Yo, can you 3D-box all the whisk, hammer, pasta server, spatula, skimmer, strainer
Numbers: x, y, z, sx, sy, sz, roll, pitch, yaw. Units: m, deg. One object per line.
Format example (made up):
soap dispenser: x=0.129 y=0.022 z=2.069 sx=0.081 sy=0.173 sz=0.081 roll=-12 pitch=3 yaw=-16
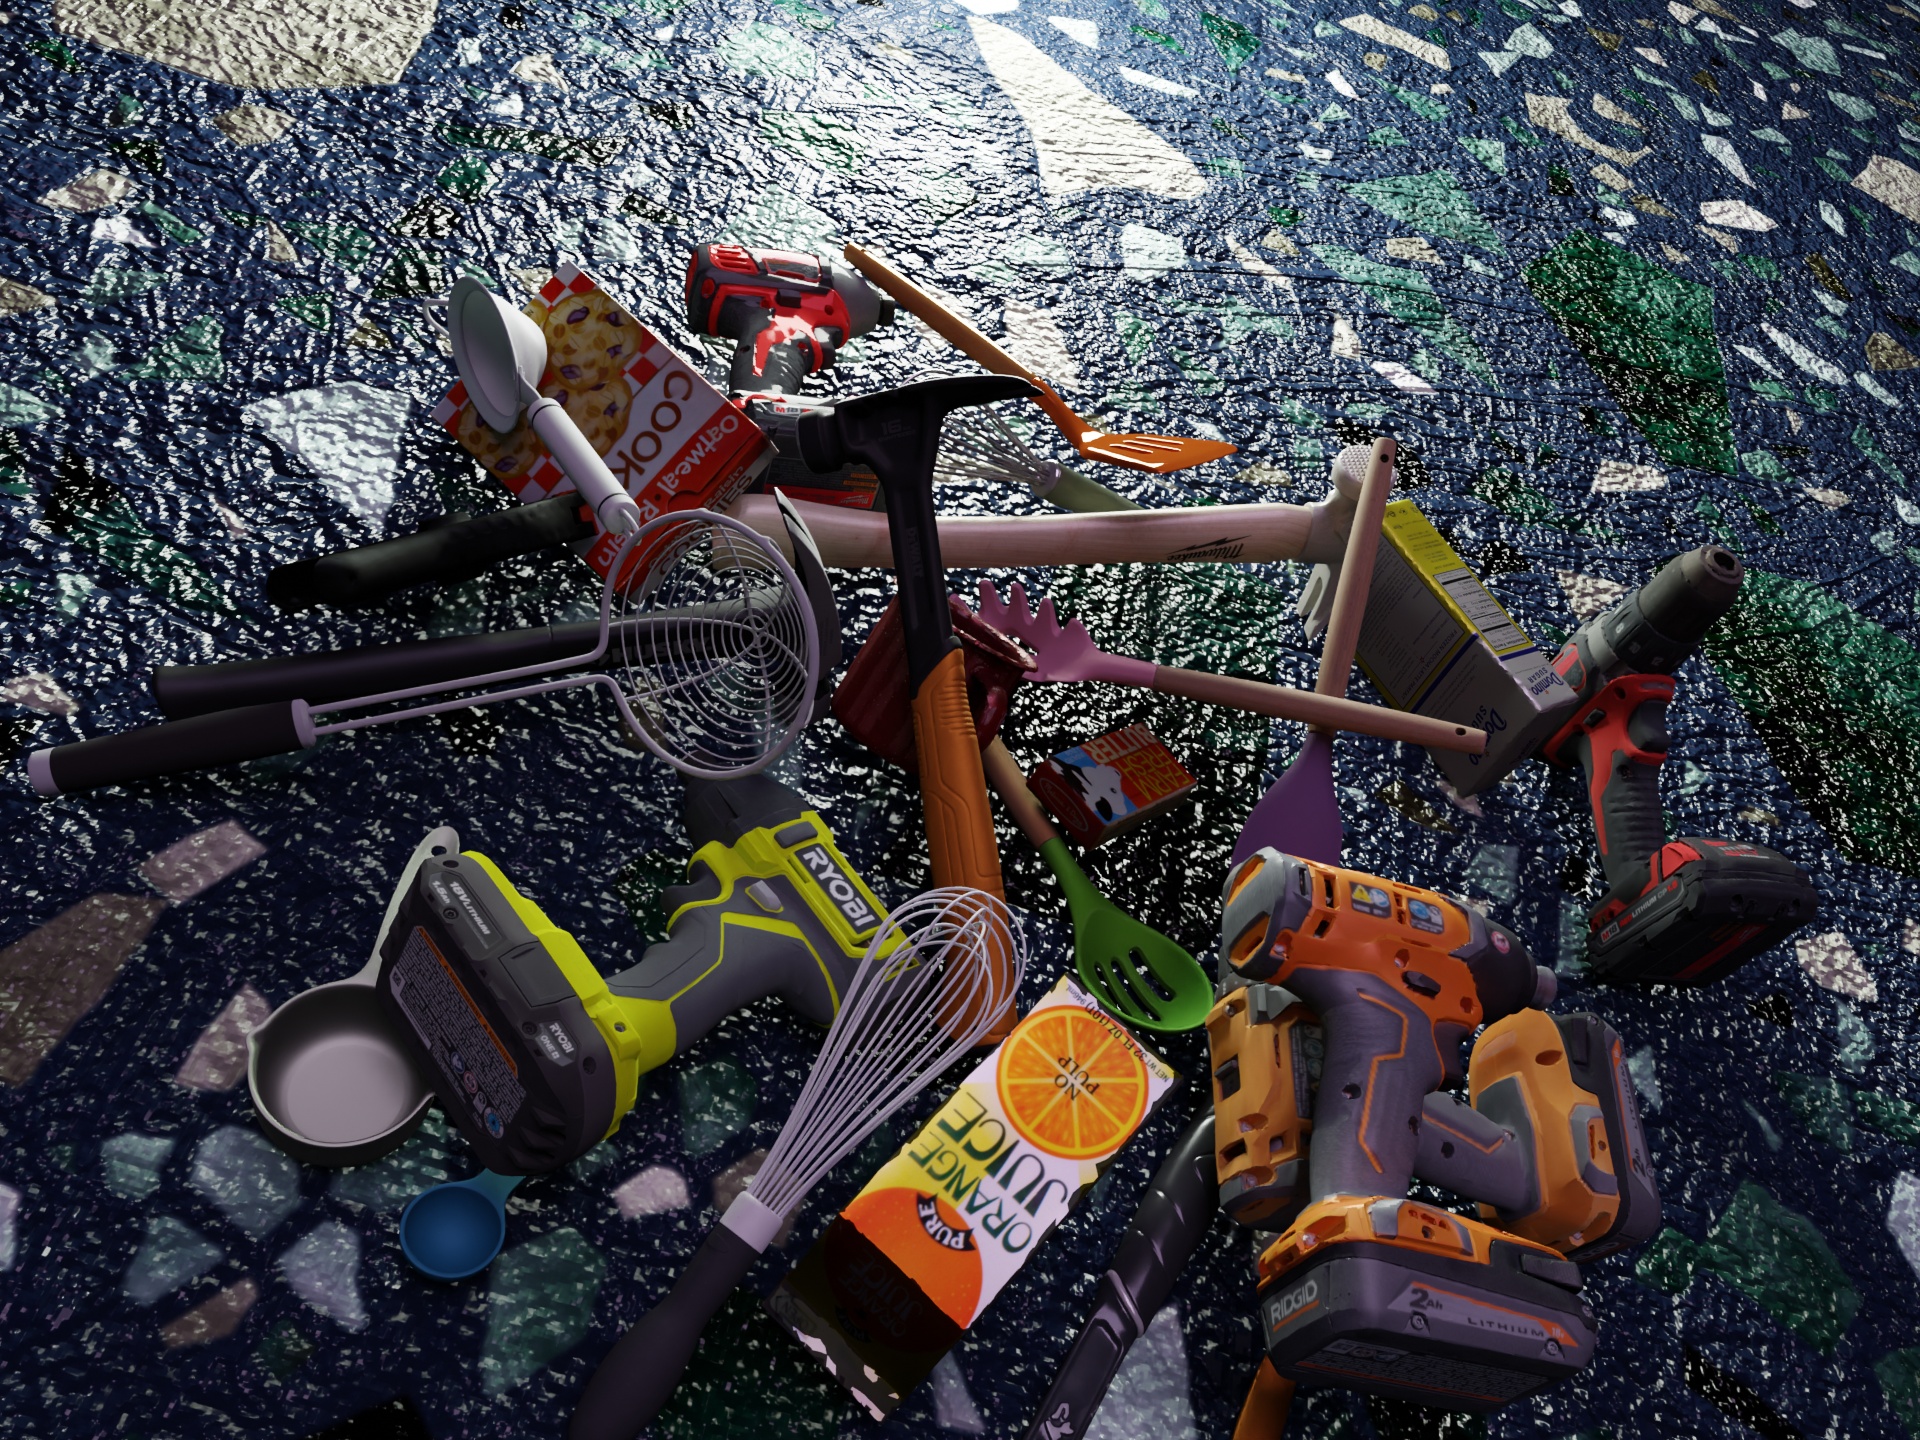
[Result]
whisk: x=-0.069 y=0.185 z=0.674 sx=0.070 sy=0.070 sz=0.285 roll=35 pitch=70 yaw=9
hammer: x=-0.001 y=-0.003 z=0.792 sx=0.127 sy=0.034 sz=0.337 roll=-9 pitch=86 yaw=20
pasta server: x=0.137 y=-0.023 z=0.908 sx=0.316 sy=0.040 sz=0.060 roll=13 pitch=62 yaw=21
spatula: x=0.033 y=-0.233 z=1.017 sx=0.081 sy=0.041 sz=0.323 roll=-22 pitch=54 yaw=-41
skimmer: x=-0.246 y=-0.009 z=0.728 sx=0.363 sy=0.090 sz=0.127 roll=-11 pitch=96 yaw=-7
hammer: x=0.054 y=-0.105 z=0.982 sx=0.410 sy=0.146 sz=0.038 roll=-2 pitch=52 yaw=-10
whisk: x=0.047 y=-0.153 z=0.992 sx=0.246 sy=0.059 sz=0.058 roll=20 pitch=10 yaw=-41
spatula: x=0.210 y=-0.017 z=0.912 sx=0.060 sy=0.018 sz=0.316 roll=15 pitch=79 yaw=2
hammer: x=0.069 y=0.278 z=0.706 sx=0.149 sy=0.036 sz=0.409 roll=35 pitch=49 yaw=8
hammer: x=-0.224 y=-0.036 z=0.804 sx=0.334 sy=0.146 sz=0.035 roll=-8 pitch=48 yaw=-16
strainer: x=-0.220 y=-0.164 z=0.844 sx=0.050 sy=0.086 sz=0.259 roll=-17 pitch=47 yaw=-28

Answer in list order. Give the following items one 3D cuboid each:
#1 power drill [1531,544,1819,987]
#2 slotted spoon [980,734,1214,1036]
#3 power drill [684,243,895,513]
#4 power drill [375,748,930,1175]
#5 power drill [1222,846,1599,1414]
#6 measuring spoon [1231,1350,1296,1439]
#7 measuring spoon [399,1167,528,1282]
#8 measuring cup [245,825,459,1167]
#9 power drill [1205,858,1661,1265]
power drill: x=0.422 y=0.026 z=0.949 sx=0.080 sy=0.187 sz=0.227 roll=6 pitch=55 yaw=-15
slotted spoon: x=0.038 y=0.050 z=0.888 sx=0.070 sy=0.031 sz=0.314 roll=-12 pitch=56 yaw=-34
power drill: x=-0.099 y=-0.225 z=1.031 sx=0.143 sy=0.078 sz=0.220 roll=2 pitch=49 yaw=-20
power drill: x=-0.139 y=0.098 z=0.728 sx=0.223 sy=0.080 sz=0.171 roll=-17 pitch=60 yaw=-49
power drill: x=0.202 y=0.170 z=0.692 sx=0.164 sy=0.084 sz=0.227 roll=15 pitch=49 yaw=-13
measuring spoon: x=0.146 y=0.303 z=0.730 sx=0.021 sy=0.011 sz=0.117 roll=31 pitch=48 yaw=6
measuring spoon: x=-0.193 y=0.195 z=0.692 sx=0.042 sy=0.021 sz=0.129 roll=33 pitch=39 yaw=8
measuring cup: x=-0.258 y=0.121 z=0.711 sx=0.083 sy=0.038 sz=0.168 roll=16 pitch=47 yaw=-8
power drill: x=0.225 y=0.172 z=0.800 sx=0.226 sy=0.084 sz=0.186 roll=15 pitch=52 yaw=-18
